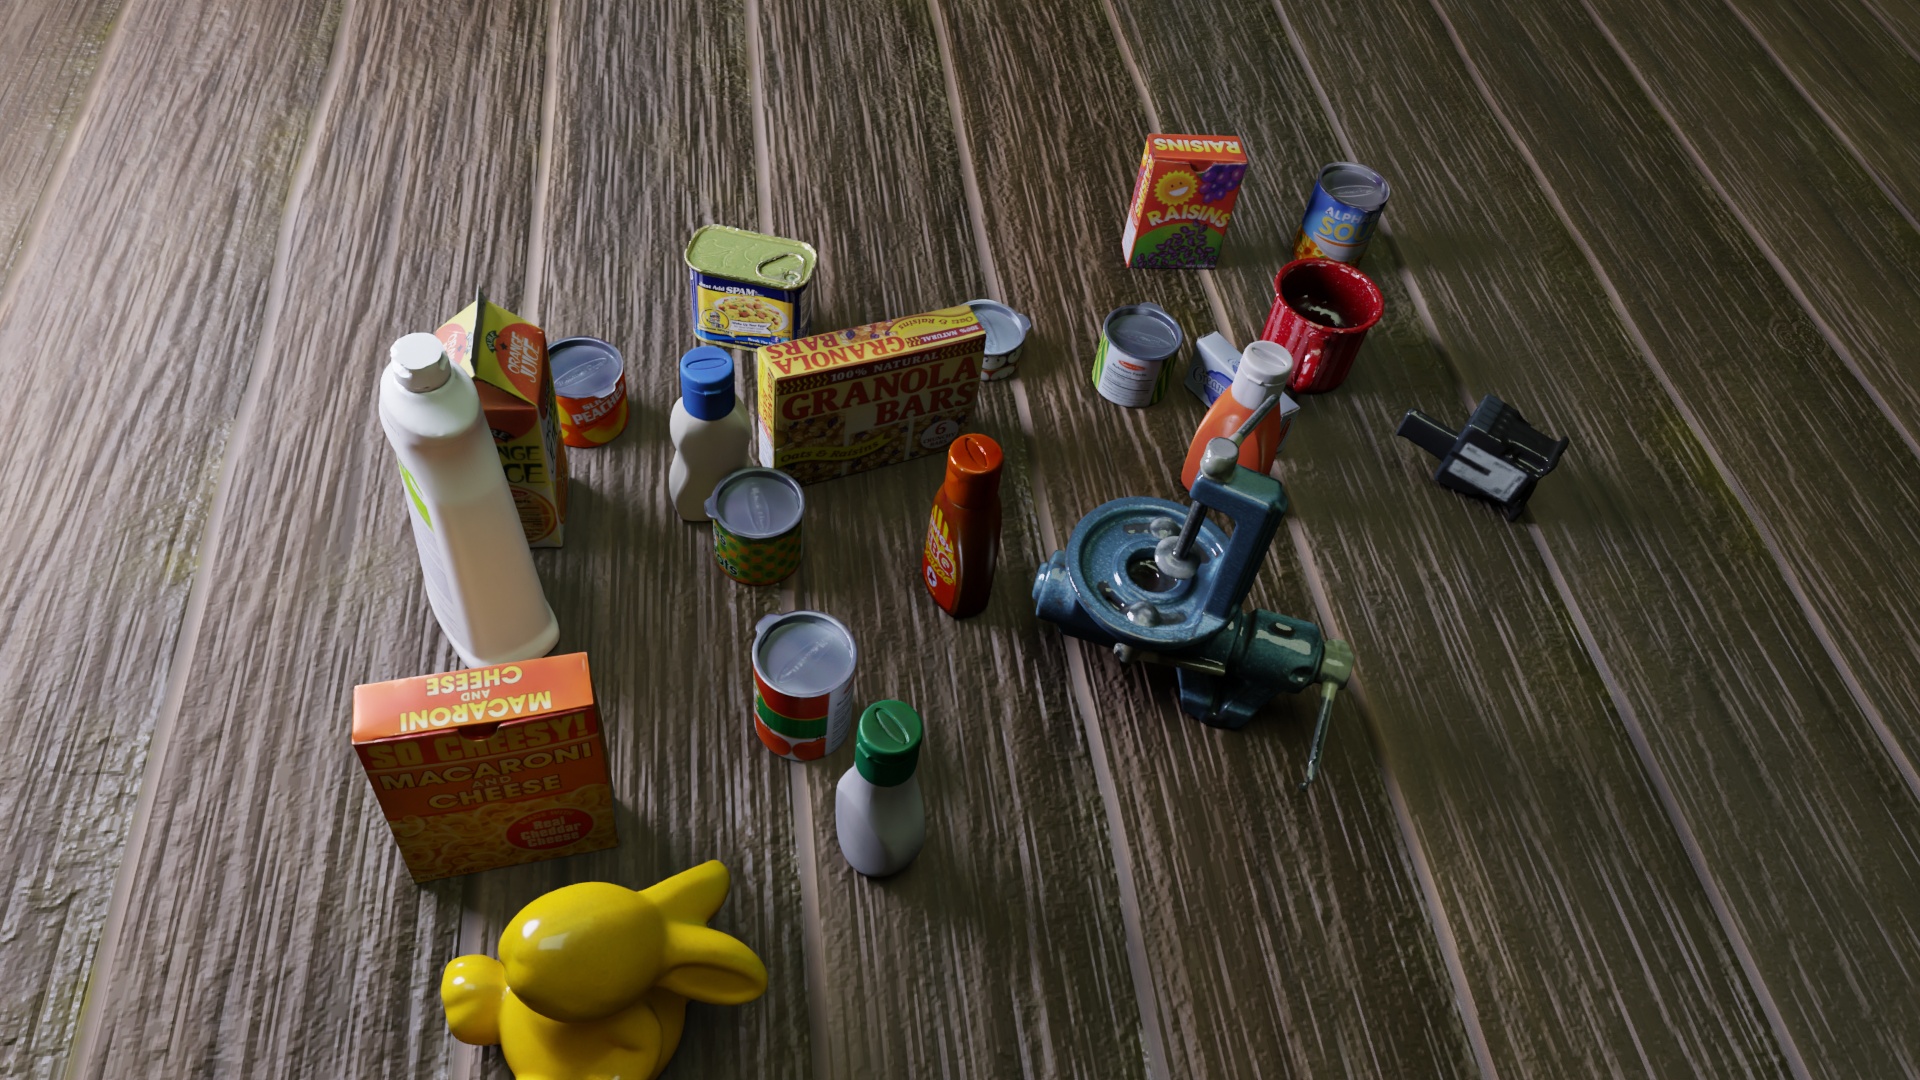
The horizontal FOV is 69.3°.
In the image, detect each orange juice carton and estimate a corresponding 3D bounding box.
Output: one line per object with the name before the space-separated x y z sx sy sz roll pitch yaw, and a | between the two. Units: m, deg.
orange juice carton | -0.316 -0.080 0.949 0.073 0.191 0.072 -1 52 -9

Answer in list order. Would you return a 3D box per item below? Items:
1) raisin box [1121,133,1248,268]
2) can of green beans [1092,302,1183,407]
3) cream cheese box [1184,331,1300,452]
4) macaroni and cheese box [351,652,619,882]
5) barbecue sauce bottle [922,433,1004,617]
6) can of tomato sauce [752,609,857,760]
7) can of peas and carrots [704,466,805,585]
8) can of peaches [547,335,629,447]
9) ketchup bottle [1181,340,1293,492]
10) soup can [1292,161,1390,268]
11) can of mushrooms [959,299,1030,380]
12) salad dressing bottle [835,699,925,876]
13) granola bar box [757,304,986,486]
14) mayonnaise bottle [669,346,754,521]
raisin box | 0.198 -0.302 1.244 0.086 0.122 0.040 0 52 -8
can of green beans | 0.147 -0.153 1.159 0.071 0.057 0.071 4 51 -5
cream cheese box | 0.230 -0.120 1.147 0.024 0.053 0.104 -26 59 -25
macaroni and cheese box | -0.266 0.135 0.800 0.124 0.165 0.040 -8 53 -14
barbecue sauce bottle | 0.003 -0.012 0.967 0.044 0.147 0.065 -16 55 -19
can of tomato sauce | -0.104 0.095 0.908 0.071 0.082 0.071 4 51 -5
can of peas and carrots | -0.148 -0.009 1.002 0.071 0.058 0.071 4 51 -5
can of peaches | -0.289 -0.112 1.066 0.071 0.057 0.071 4 51 -5
ketchup bottle | 0.214 -0.086 1.056 0.065 0.148 0.044 31 54 16
soup can | 0.352 -0.295 1.285 0.071 0.083 0.072 4 51 -5
can of mushrooms | 0.023 -0.169 1.170 0.071 0.033 0.071 4 51 -5
salad dressing bottle | -0.046 0.149 0.831 0.044 0.146 0.064 -29 60 -27
granola bar box | -0.068 -0.107 1.049 0.166 0.123 0.039 -15 55 -19
mayonnaise bottle | -0.178 -0.074 0.992 0.065 0.147 0.041 -10 54 -15
